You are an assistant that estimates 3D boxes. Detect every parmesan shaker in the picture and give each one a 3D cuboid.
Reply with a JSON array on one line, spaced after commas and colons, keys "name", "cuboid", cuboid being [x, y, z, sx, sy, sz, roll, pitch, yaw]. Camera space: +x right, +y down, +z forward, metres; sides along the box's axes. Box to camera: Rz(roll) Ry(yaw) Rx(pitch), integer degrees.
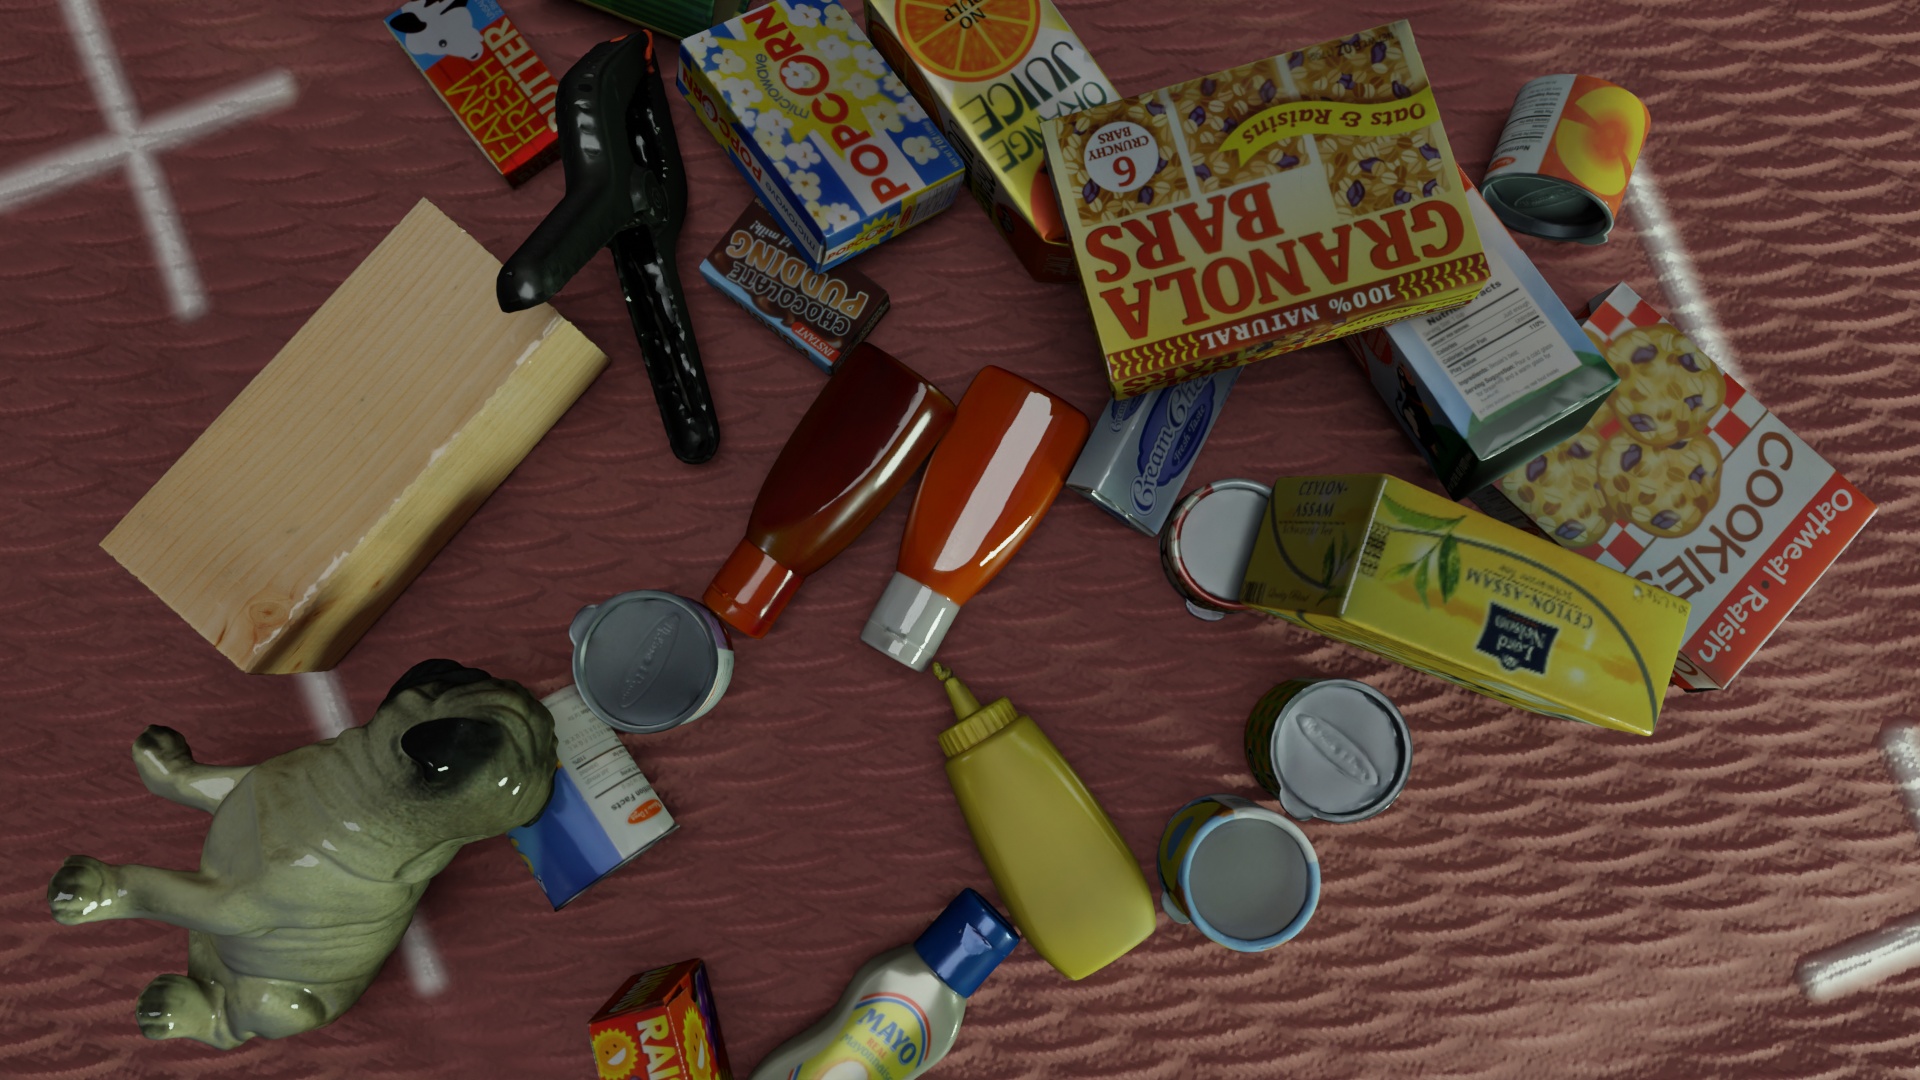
[{"name": "parmesan shaker", "cuboid": [-0.158, -0.293, 0.690, 0.103, 0.071, 0.071, 20, 85, 0]}]

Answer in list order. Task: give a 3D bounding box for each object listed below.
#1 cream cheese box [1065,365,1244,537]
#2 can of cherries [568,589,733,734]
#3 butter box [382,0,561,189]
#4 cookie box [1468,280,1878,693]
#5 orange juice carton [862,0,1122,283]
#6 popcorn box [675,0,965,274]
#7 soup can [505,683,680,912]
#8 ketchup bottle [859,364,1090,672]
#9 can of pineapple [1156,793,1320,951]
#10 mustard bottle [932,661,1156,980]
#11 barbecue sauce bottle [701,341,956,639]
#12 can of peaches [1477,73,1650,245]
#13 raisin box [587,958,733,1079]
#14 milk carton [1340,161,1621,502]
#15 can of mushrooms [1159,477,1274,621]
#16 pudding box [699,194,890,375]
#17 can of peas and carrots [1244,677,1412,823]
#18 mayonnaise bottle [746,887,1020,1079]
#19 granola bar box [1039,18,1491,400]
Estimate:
[{"name": "cream cheese box", "cuboid": [0.097, -0.059, 0.681, 0.053, 0.024, 0.104, 33, 82, -40]}, {"name": "can of cherries", "cuboid": [-0.146, 0.055, 0.659, 0.071, 0.058, 0.071, 0, 86, -1]}, {"name": "butter box", "cuboid": [-0.237, -0.233, 0.701, 0.053, 0.024, 0.103, -38, 86, -4]}, {"name": "cookie box", "cuboid": [0.345, -0.026, 0.692, 0.167, 0.040, 0.123, 43, 85, 3]}, {"name": "orange juice carton", "cuboid": [0.036, -0.199, 0.682, 0.073, 0.071, 0.193, -35, 86, -4]}, {"name": "popcorn box", "cuboid": [-0.069, -0.202, 0.679, 0.085, 0.038, 0.127, -32, 80, -21]}, {"name": "soup can", "cuboid": [-0.184, 0.120, 0.648, 0.071, 0.071, 0.084, -35, 86, -4]}, {"name": "ketchup bottle", "cuboid": [0.002, -0.008, 0.677, 0.065, 0.043, 0.149, 29, 84, 9]}, {"name": "can of pineapple", "cuboid": [0.130, 0.158, 0.657, 0.071, 0.058, 0.071, 0, 85, -2]}, {"name": "mustard bottle", "cuboid": [0.031, 0.126, 0.662, 0.065, 0.048, 0.160, -30, 86, -6]}, {"name": "barbecue sauce bottle", "cuboid": [-0.068, -0.022, 0.672, 0.065, 0.043, 0.148, 36, 90, 39]}, {"name": "can of peaches", "cuboid": [0.303, -0.189, 0.694, 0.071, 0.071, 0.058, 23, 84, 0]}, {"name": "raisin box", "cuboid": [-0.126, 0.261, 0.625, 0.040, 0.086, 0.123, -15, 85, -1]}, {"name": "milk carton", "cuboid": [0.218, -0.122, 0.661, 0.073, 0.072, 0.191, -30, 73, 2]}, {"name": "can of mushrooms", "cuboid": [0.133, 0.005, 0.685, 0.071, 0.033, 0.071, 0, 84, -3]}, {"name": "pudding box", "cuboid": [-0.082, -0.126, 0.692, 0.084, 0.030, 0.050, 38, 85, 2]}, {"name": "can of peas and carrots", "cuboid": [0.173, 0.100, 0.664, 0.071, 0.058, 0.071, 0, 85, -1]}, {"name": "mayonnaise bottle", "cuboid": [-0.035, 0.230, 0.653, 0.065, 0.041, 0.148, 43, 85, 2]}, {"name": "granola bar box", "cuboid": [0.130, -0.144, 0.613, 0.165, 0.039, 0.124, -15, 81, 3]}]
